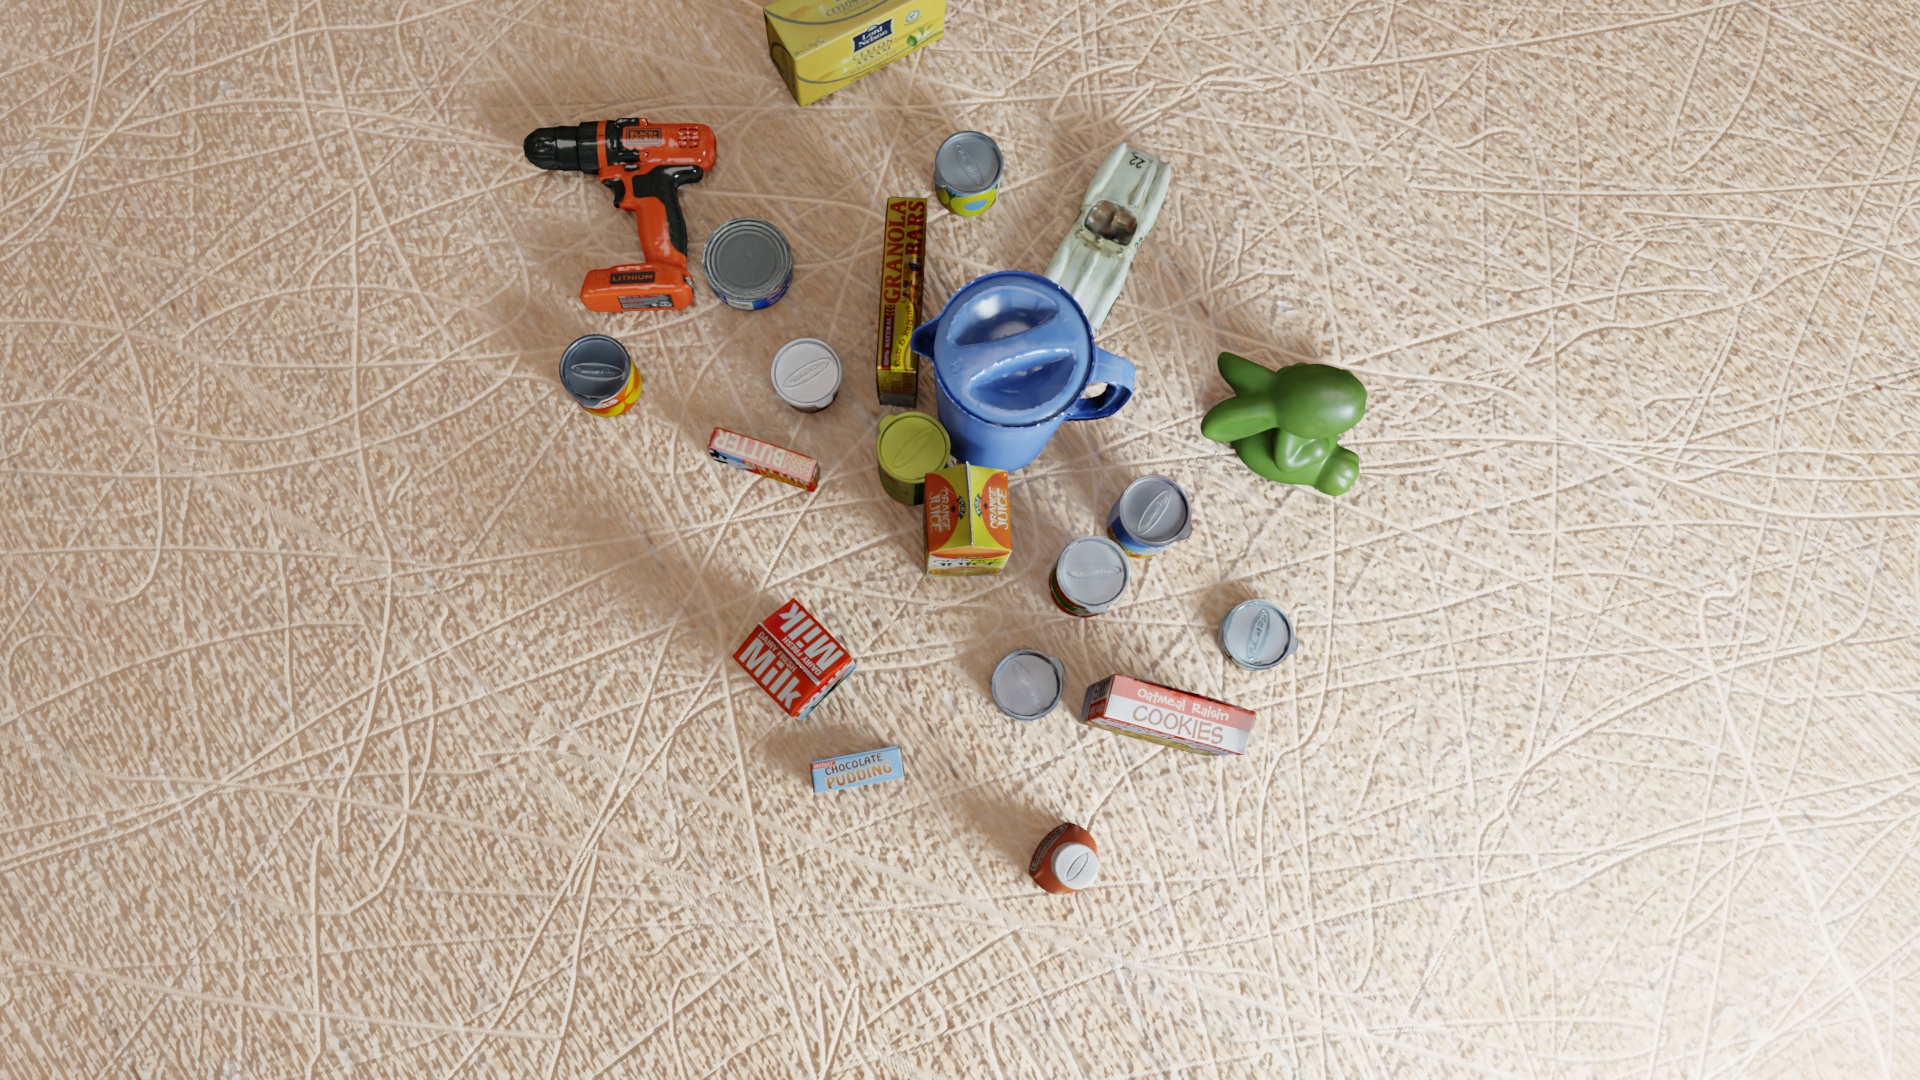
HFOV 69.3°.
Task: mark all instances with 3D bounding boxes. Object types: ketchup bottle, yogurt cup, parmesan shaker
[{"bbox_3d":[0.093,0.277,1.200,0.043,0.148,0.065,38,81,4],"label":"ketchup bottle"},{"bbox_3d":[-0.144,-0.153,1.316,0.072,0.054,0.072,0,80,-2],"label":"yogurt cup"},{"bbox_3d":[-0.046,-0.076,1.281,0.071,0.103,0.071,0,80,-2],"label":"parmesan shaker"}]

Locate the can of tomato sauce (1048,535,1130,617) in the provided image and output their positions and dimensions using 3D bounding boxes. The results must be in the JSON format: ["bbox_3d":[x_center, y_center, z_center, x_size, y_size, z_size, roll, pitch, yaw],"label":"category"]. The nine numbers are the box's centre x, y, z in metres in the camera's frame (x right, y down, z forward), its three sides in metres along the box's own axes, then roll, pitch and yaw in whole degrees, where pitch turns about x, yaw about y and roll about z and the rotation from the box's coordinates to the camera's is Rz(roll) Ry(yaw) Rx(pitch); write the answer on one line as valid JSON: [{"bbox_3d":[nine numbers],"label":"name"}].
[{"bbox_3d":[0.118,0.036,1.278,0.071,0.083,0.071,0,80,-2],"label":"can of tomato sauce"}]

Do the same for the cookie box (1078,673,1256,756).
[{"bbox_3d":[0.177,0.154,1.216,0.123,0.167,0.040,15,80,0],"label":"cookie box"}]

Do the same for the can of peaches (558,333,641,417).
[{"bbox_3d":[-0.338,-0.152,1.306,0.071,0.058,0.071,0,80,-2],"label":"can of peaches"}]

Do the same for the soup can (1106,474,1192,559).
[{"bbox_3d":[0.176,-0.019,1.289,0.071,0.083,0.071,0,80,-2],"label":"soup can"}]

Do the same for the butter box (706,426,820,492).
[{"bbox_3d":[-0.183,-0.075,1.301,0.103,0.053,0.024,18,80,1],"label":"butter box"}]

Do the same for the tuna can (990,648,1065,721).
[{"bbox_3d":[0.063,0.133,1.284,0.071,0.032,0.071,0,80,-2],"label":"tuna can"}]

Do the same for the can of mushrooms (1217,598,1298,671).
[{"bbox_3d":[0.278,0.090,1.300,0.071,0.033,0.071,0,80,-2],"label":"can of mushrooms"}]

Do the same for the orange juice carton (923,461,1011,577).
[{"bbox_3d":[0.004,-0.015,1.227,0.073,0.192,0.072,-2,81,-2],"label":"orange juice carton"}]

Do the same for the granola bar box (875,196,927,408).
[{"bbox_3d":[-0.055,-0.219,1.296,0.039,0.124,0.166,3,80,-2],"label":"granola bar box"}]

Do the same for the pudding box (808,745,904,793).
[{"bbox_3d":[-0.092,0.207,1.255,0.084,0.049,0.030,-10,81,-4],"label":"pudding box"}]

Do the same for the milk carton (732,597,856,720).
[{"bbox_3d":[-0.142,0.104,1.200,0.073,0.190,0.072,-44,85,-8],"label":"milk carton"}]

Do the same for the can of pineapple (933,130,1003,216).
[{"bbox_3d":[0.006,-0.357,1.357,0.071,0.057,0.071,0,80,-2],"label":"can of pineapple"}]
